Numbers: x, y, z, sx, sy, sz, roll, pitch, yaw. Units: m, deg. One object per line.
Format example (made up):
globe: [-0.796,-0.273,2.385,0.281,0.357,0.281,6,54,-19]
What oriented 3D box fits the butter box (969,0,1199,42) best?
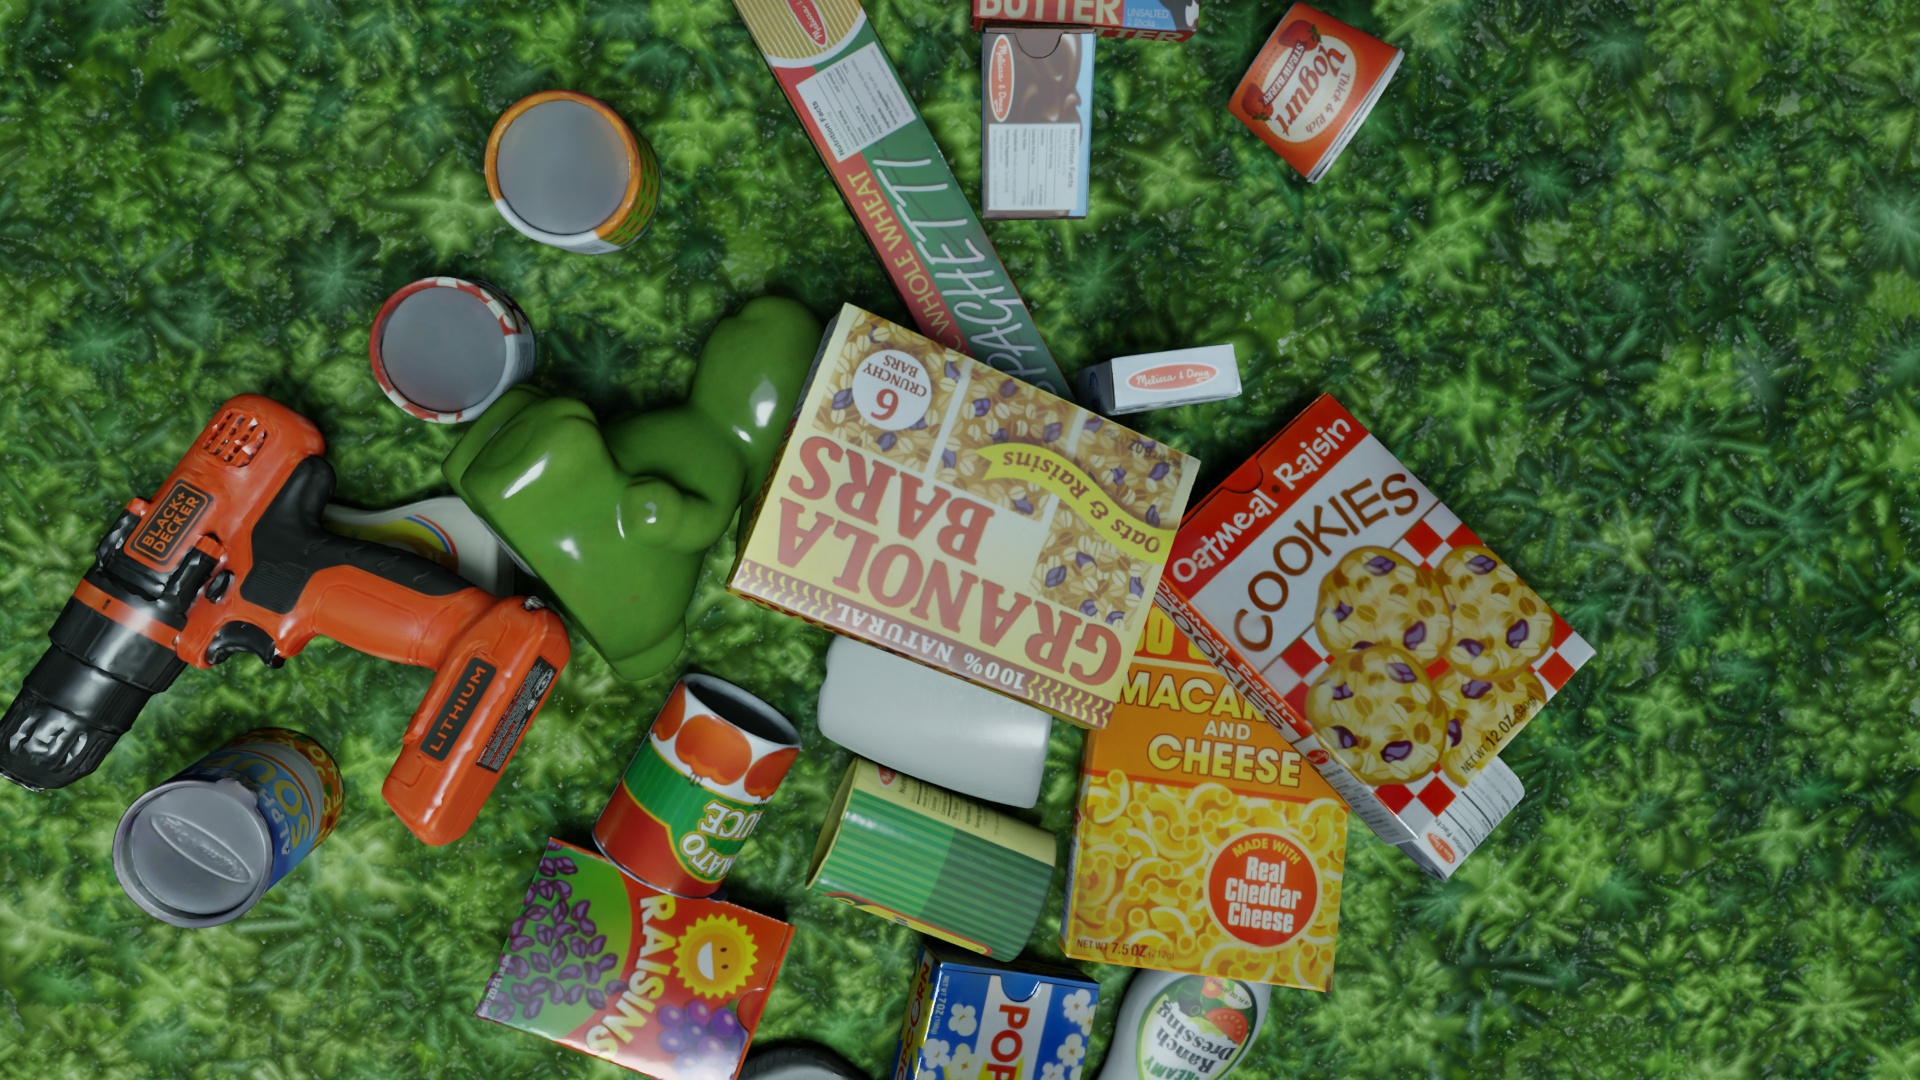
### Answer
butter box: [0.056,-0.257,0.629,0.103,0.024,0.053,2,97,-4]

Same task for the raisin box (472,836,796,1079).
raisin box: [-0.152,0.202,0.657,0.123,0.040,0.086,22,70,-6]

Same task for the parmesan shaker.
parmesan shaker: [-0.014,0.152,0.656,0.103,0.071,0.071,23,96,-6]

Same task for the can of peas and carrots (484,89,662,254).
can of peas and carrots: [-0.169,-0.163,0.612,0.071,0.059,0.071,-1,98,-3]

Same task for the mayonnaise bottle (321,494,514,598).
mayonnaise bottle: [-0.284,0.011,0.637,0.148,0.041,0.064,0,90,-4]

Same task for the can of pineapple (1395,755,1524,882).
can of pineapple: [0.224,0.119,0.667,0.071,0.071,0.058,44,88,-8]

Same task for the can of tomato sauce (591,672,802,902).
can of tomato sauce: [-0.120,0.115,0.647,0.071,0.071,0.083,30,95,-7]

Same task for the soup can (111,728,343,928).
soup can: [-0.326,0.125,0.630,0.071,0.084,0.071,0,98,-3]

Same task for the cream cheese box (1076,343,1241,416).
cream cheese box: [0.085,-0.070,0.615,0.053,0.104,0.024,-7,95,-3]

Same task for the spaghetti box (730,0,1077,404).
spaghetti box: [-0.026,-0.156,0.635,0.050,0.029,0.249,-29,98,1]

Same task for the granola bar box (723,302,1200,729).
granola bar box: [0.002,-0.007,0.576,0.165,0.039,0.124,22,81,-14]

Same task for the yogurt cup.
yogurt cup: [0.157,-0.203,0.622,0.054,0.072,0.072,34,95,1]

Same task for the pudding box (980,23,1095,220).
pudding box: [0.034,-0.188,0.622,0.050,0.030,0.083,-1,116,-2]

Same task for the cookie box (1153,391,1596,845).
cookie box: [0.179,0.032,0.627,0.123,0.040,0.167,-41,80,-14]

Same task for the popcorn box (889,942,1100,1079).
popcorn box: [0.010,0.266,0.673,0.085,0.038,0.126,14,87,-16]

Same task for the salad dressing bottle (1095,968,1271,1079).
salad dressing bottle: [0.095,0.263,0.691,0.064,0.044,0.147,33,95,-7]

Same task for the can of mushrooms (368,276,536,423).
can of mushrooms: [-0.233,-0.088,0.631,0.071,0.033,0.071,0,99,-3]

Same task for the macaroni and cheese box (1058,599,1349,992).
macaroni and cheese box: [0.118,0.116,0.655,0.124,0.040,0.166,8,82,-2]
